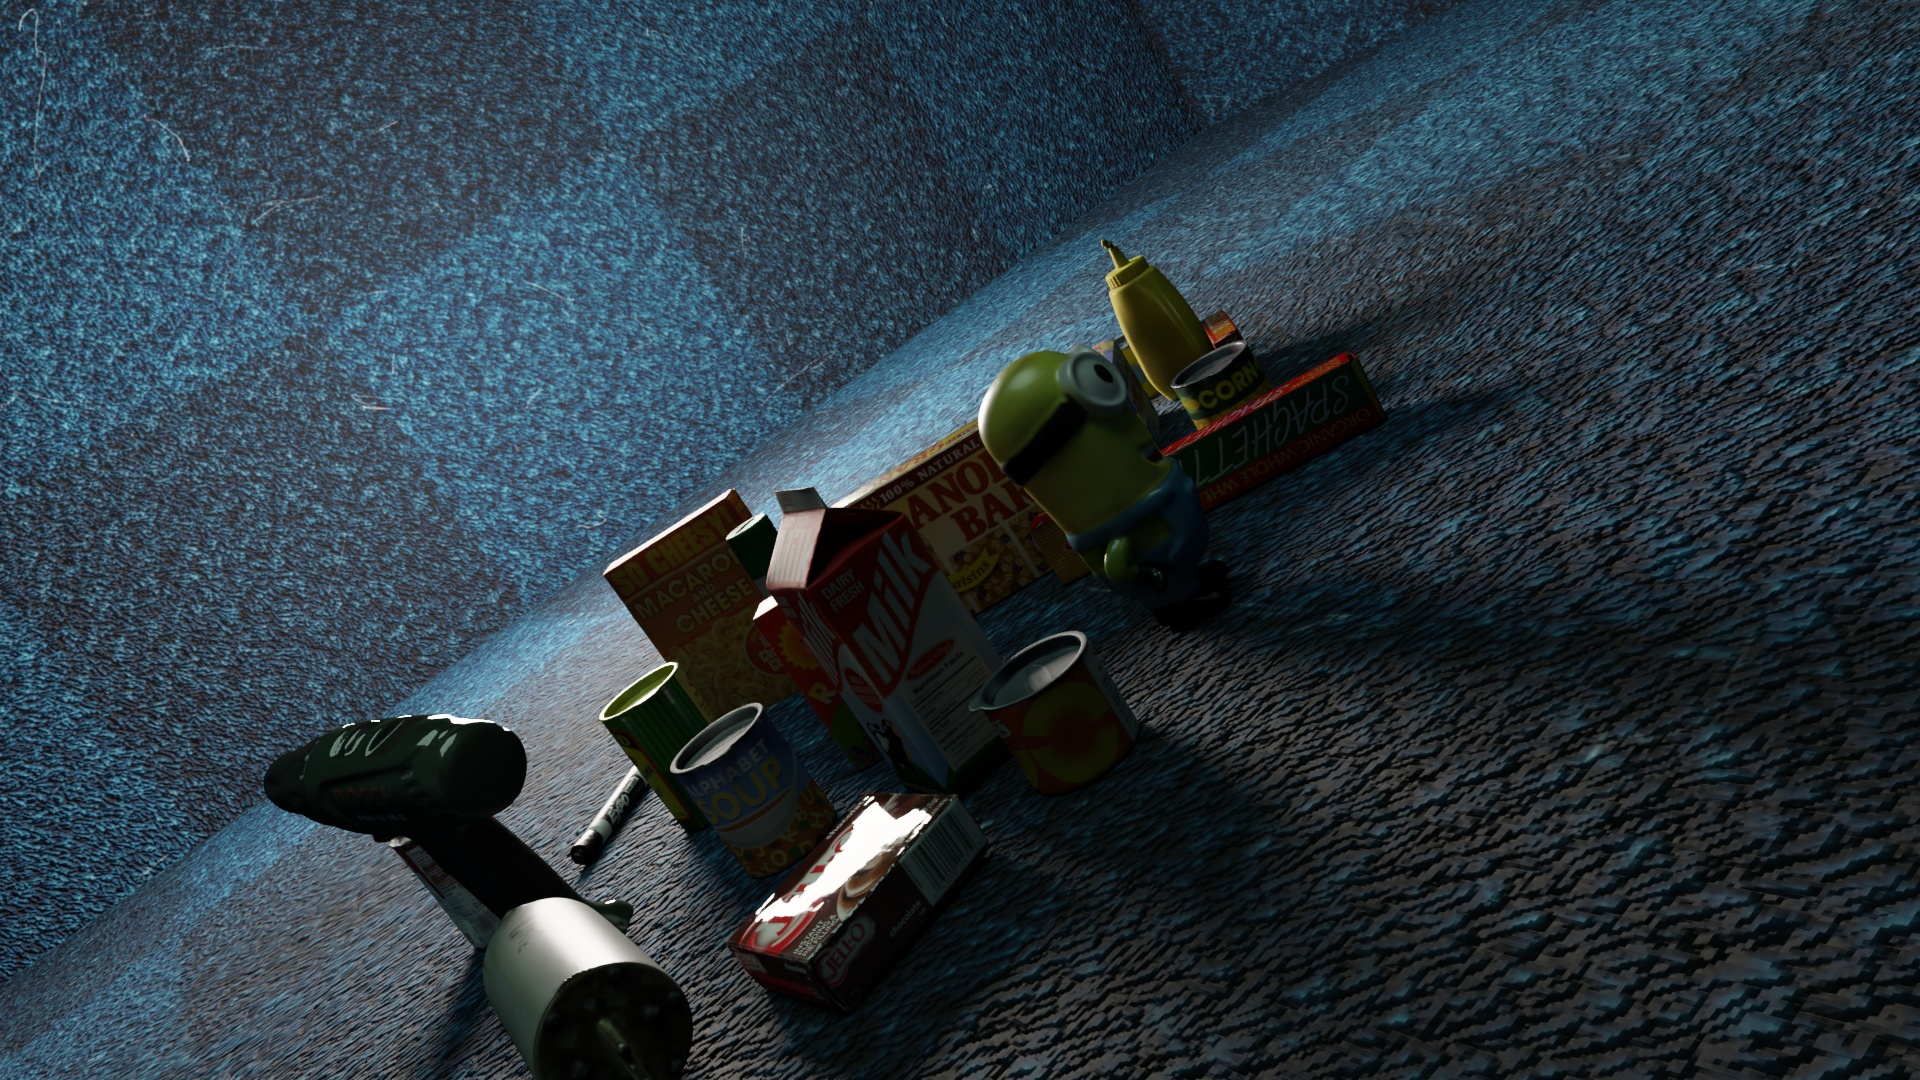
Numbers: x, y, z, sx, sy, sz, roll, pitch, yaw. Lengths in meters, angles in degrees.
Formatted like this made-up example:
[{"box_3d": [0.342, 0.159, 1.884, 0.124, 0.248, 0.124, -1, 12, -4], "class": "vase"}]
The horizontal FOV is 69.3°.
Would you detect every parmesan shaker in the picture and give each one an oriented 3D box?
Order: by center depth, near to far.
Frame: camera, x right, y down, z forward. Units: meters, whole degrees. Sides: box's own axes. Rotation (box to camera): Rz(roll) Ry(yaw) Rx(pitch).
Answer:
[{"box_3d": [-0.197, 0.147, 0.979, 0.071, 0.103, 0.071, -31, 13, 8], "class": "parmesan shaker"}]

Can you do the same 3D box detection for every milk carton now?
[{"box_3d": [-0.042, 0.049, 0.786, 0.074, 0.190, 0.072, -38, 14, -22], "class": "milk carton"}]

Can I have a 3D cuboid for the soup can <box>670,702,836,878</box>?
[{"box_3d": [-0.124, 0.152, 0.838, 0.071, 0.083, 0.071, -31, 14, 8], "class": "soup can"}]

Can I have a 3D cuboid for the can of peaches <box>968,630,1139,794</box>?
[{"box_3d": [0.049, 0.090, 0.719, 0.071, 0.058, 0.071, -31, 14, 8], "class": "can of peaches"}]

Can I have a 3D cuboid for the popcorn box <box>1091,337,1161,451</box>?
[{"box_3d": [0.136, -0.119, 1.194, 0.038, 0.085, 0.127, -29, 14, 15], "class": "popcorn box"}]

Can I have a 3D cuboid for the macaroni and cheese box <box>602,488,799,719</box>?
[{"box_3d": [-0.192, 0.059, 1.136, 0.123, 0.166, 0.040, -31, 13, 7], "class": "macaroni and cheese box"}]

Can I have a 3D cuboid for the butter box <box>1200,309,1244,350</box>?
[{"box_3d": [0.234, -0.164, 1.197, 0.024, 0.053, 0.104, -30, 14, 12], "class": "butter box"}]

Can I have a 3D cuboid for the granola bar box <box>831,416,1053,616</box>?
[{"box_3d": [0.004, -0.013, 1.039, 0.165, 0.124, 0.039, -31, 13, 8], "class": "granola bar box"}]

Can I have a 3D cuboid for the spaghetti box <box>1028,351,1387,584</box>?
[{"box_3d": [0.167, -0.048, 0.953, 0.249, 0.050, 0.029, -28, 14, 18], "class": "spaghetti box"}]

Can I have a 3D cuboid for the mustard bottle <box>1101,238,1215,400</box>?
[{"box_3d": [0.173, -0.205, 1.251, 0.065, 0.160, 0.049, -24, 16, 33], "class": "mustard bottle"}]

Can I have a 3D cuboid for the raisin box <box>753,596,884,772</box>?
[{"box_3d": [-0.063, 0.073, 0.889, 0.086, 0.123, 0.040, -31, 13, 8], "class": "raisin box"}]

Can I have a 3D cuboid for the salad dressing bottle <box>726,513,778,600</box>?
[{"box_3d": [-0.123, 0.049, 1.057, 0.044, 0.147, 0.064, -25, 16, 31], "class": "salad dressing bottle"}]

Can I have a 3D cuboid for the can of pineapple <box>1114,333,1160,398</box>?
[{"box_3d": [0.170, -0.170, 1.350, 0.071, 0.057, 0.071, -31, 14, 8], "class": "can of pineapple"}]

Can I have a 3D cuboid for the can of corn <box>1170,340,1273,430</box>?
[{"box_3d": [0.206, -0.112, 1.070, 0.071, 0.058, 0.071, -31, 14, 8], "class": "can of corn"}]
